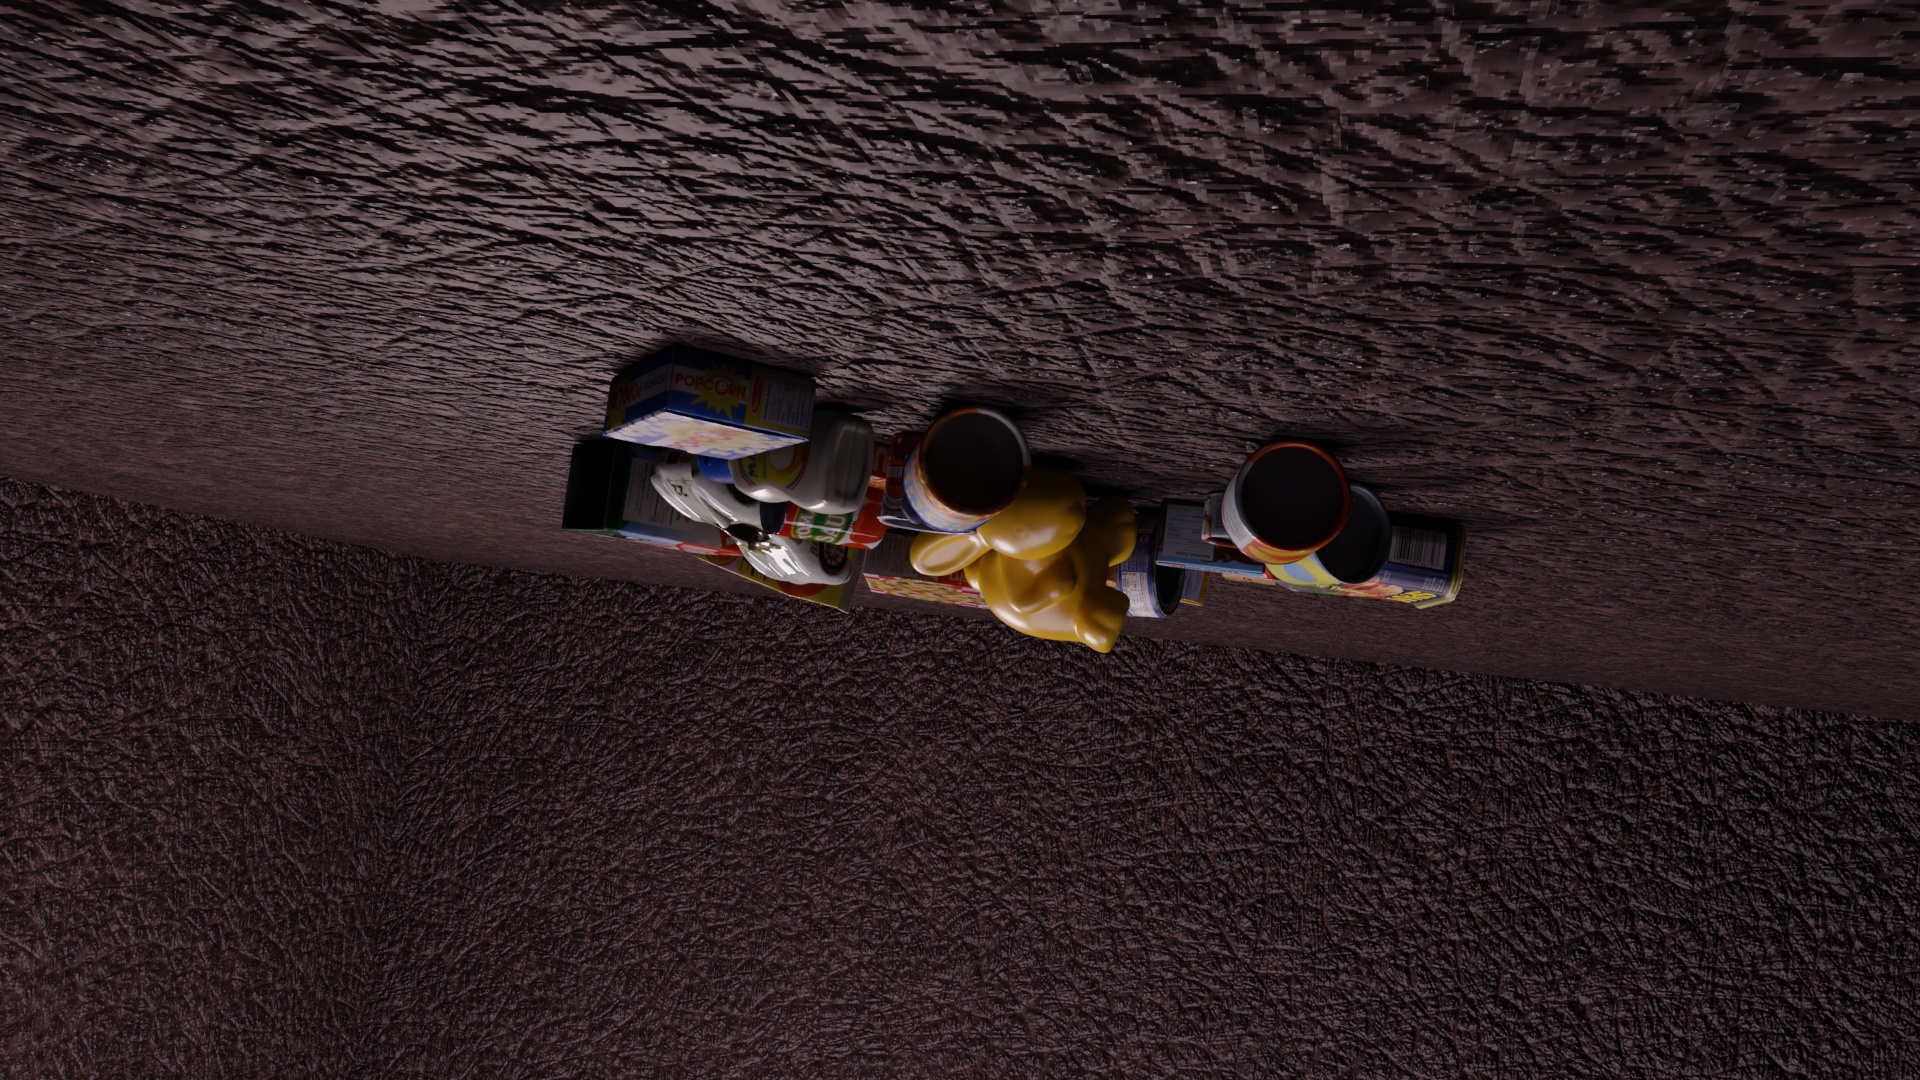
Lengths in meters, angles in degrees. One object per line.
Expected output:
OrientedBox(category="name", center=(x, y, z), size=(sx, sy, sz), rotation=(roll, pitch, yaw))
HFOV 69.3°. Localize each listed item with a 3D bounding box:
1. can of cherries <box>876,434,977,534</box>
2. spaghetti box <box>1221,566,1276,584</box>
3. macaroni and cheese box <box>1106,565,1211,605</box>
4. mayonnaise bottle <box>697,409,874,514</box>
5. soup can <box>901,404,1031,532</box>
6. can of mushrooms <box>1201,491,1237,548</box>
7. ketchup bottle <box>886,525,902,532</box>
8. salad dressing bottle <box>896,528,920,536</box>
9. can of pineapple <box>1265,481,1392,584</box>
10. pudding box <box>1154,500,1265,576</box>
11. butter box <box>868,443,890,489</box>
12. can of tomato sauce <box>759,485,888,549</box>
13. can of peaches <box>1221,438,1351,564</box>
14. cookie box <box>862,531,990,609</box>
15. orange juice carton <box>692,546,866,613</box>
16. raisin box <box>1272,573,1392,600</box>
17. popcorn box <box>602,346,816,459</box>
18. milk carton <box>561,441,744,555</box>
OrientedBox(category="can of cherries", center=(-0.020, -0.037, 0.931), size=(0.071, 0.058, 0.071), rotation=(8, 174, 1))
OrientedBox(category="spaghetti box", center=(0.247, 0.011, 1.208), size=(0.050, 0.028, 0.250), rotation=(5, 174, 16))
OrientedBox(category="macaroni and cheese box", center=(0.133, 0.020, 1.248), size=(0.166, 0.040, 0.123), rotation=(14, 179, 3))
OrientedBox(category="mayonnaise bottle", center=(-0.117, -0.052, 0.900), size=(0.041, 0.065, 0.148), rotation=(12, 176, -43))
OrientedBox(category="soup can", center=(0.000, -0.040, 0.826), size=(0.071, 0.071, 0.083), rotation=(8, 173, -8))
OrientedBox(category="can of mushrooms", center=(0.209, -0.013, 1.007), size=(0.071, 0.033, 0.071), rotation=(6, 173, 1))
OrientedBox(category="ketchup bottle", center=(-0.067, -0.029, 1.131), size=(0.065, 0.043, 0.148), rotation=(20, 169, -22))
OrientedBox(category="salad dressing bottle", center=(0.004, -0.015, 1.178), size=(0.147, 0.044, 0.064), rotation=(3, -177, 35))
OrientedBox(category="can of pineapple", center=(0.236, -0.005, 0.906), size=(0.071, 0.071, 0.058), rotation=(10, 173, -25))
OrientedBox(category="pudding box", center=(0.193, -0.001, 1.061), size=(0.084, 0.049, 0.030), rotation=(6, 175, 9))
OrientedBox(category="butter box", center=(-0.073, -0.055, 0.983), size=(0.103, 0.024, 0.053), rotation=(12, 173, -35))
OrientedBox(category="can of tomato sauce", center=(-0.100, -0.030, 1.042), size=(0.083, 0.071, 0.071), rotation=(10, 173, -26))
OrientedBox(category="can of peaches", center=(0.189, -0.022, 0.799), size=(0.071, 0.071, 0.058), rotation=(7, 173, 5))
OrientedBox(category="cookie box", center=(0.006, 0.030, 1.160), size=(0.167, 0.040, 0.122), rotation=(8, 171, 1))
OrientedBox(category="orange juice carton", center=(-0.156, 0.010, 1.288), size=(0.193, 0.071, 0.073), rotation=(18, -178, 42))
OrientedBox(category="raisin box", center=(0.341, 0.026, 1.198), size=(0.123, 0.040, 0.086), rotation=(5, 173, 27))
OrientedBox(category="popcorn box", center=(-0.148, -0.077, 0.805), size=(0.085, 0.038, 0.126), rotation=(9, 173, -29))
OrientedBox(category="milk carton", center=(-0.232, -0.029, 1.179), size=(0.191, 0.073, 0.072), rotation=(12, 172, -43))
